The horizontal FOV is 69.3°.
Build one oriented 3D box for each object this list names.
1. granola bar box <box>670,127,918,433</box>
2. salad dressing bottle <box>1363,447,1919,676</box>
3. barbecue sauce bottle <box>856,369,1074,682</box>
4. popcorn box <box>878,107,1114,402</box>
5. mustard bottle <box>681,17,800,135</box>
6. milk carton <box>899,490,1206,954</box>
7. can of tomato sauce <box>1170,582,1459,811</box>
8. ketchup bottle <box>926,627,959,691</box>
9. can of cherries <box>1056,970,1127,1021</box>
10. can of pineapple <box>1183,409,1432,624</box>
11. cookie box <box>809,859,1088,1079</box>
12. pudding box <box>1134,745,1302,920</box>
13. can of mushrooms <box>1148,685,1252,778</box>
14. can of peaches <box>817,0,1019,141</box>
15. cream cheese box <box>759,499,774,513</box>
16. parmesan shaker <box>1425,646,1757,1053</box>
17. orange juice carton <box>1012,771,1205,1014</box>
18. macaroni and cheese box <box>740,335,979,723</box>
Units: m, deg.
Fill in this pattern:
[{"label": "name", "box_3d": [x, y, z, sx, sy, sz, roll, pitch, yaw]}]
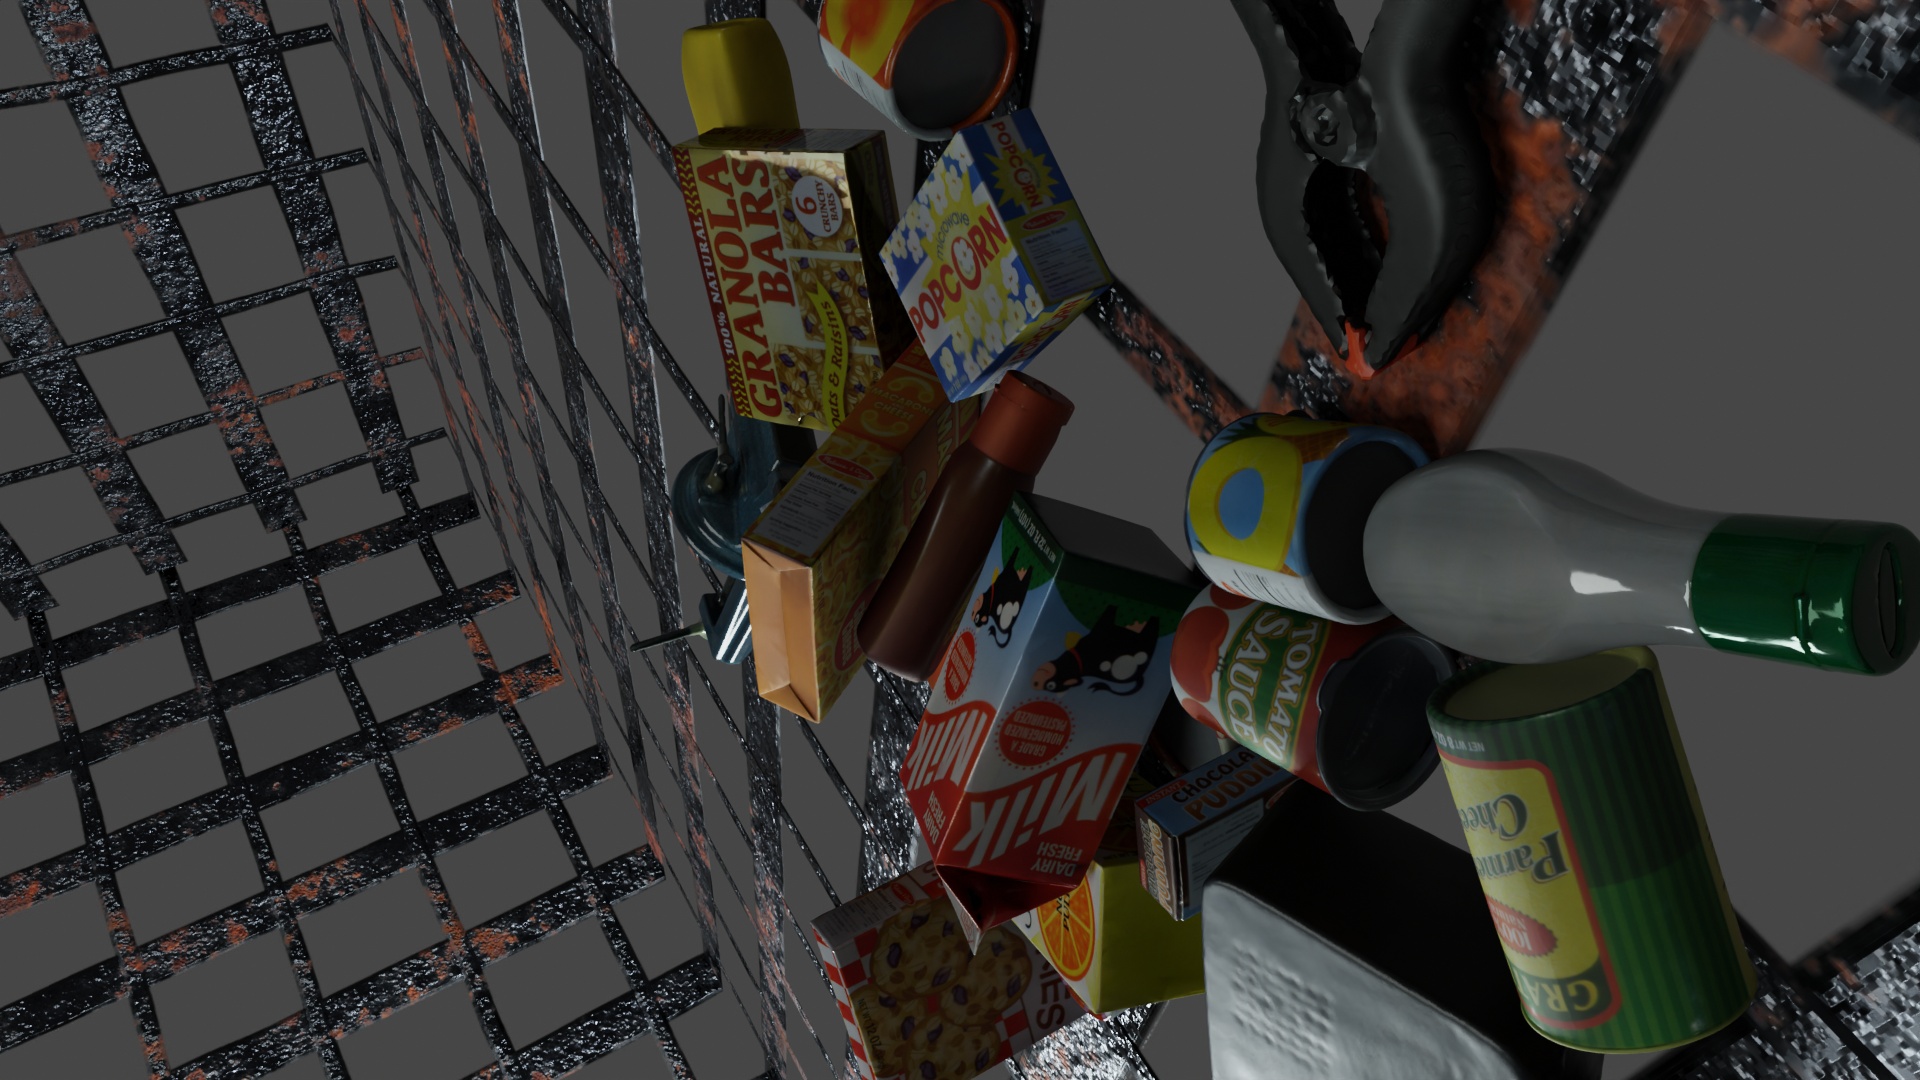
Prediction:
[{"label": "granola bar box", "box_3d": [-0.087, -0.141, 0.770, 0.124, 0.039, 0.164, 12, 126, 33]}, {"label": "salad dressing bottle", "box_3d": [0.179, 0.008, 0.383, 0.147, 0.044, 0.064, 11, 114, 61]}, {"label": "barbecue sauce bottle", "box_3d": [0.002, -0.008, 0.656, 0.148, 0.043, 0.065, -61, 6, 14]}, {"label": "popcorn box", "box_3d": [0.012, -0.124, 0.630, 0.085, 0.038, 0.126, 65, 157, 5]}, {"label": "mustard bottle", "box_3d": [-0.118, -0.220, 0.812, 0.065, 0.049, 0.159, 26, 135, 49]}, {"label": "milk carton", "box_3d": [0.030, 0.083, 0.611, 0.190, 0.073, 0.072, -68, 22, 17]}, {"label": "can of tomato sauce", "box_3d": [0.125, 0.051, 0.505, 0.083, 0.071, 0.071, 26, 134, 58]}, {"label": "ketchup bottle", "box_3d": [0.014, 0.047, 0.777, 0.065, 0.044, 0.148, 57, 155, 20]}, {"label": "can of cherries", "box_3d": [0.085, 0.219, 0.763, 0.072, 0.058, 0.071, 46, 149, 39]}, {"label": "can of pineapple", "box_3d": [0.119, -0.010, 0.469, 0.058, 0.071, 0.070, 16, 126, 60]}, {"label": "cookie box", "box_3d": [0.011, 0.241, 0.806, 0.040, 0.168, 0.122, 24, 132, 62]}, {"label": "pudding box", "box_3d": [0.114, 0.115, 0.572, 0.030, 0.084, 0.049, 39, 145, 52]}, {"label": "can of mushrooms", "box_3d": [0.108, 0.075, 0.613, 0.071, 0.033, 0.070, 48, 151, 38]}, {"label": "can of peaches", "box_3d": [-0.016, -0.211, 0.579, 0.058, 0.071, 0.070, 49, 151, 36]}, {"label": "cream cheese box", "box_3d": [-0.059, -0.016, 0.801, 0.024, 0.104, 0.053, -14, 100, 60]}, {"label": "parmesan shaker", "box_3d": [0.185, 0.088, 0.415, 0.071, 0.071, 0.103, -6, 105, 66]}, {"label": "orange juice carton", "box_3d": [0.060, 0.157, 0.707, 0.193, 0.072, 0.073, -153, 62, -67]}, {"label": "macaroni and cheese box", "box_3d": [-0.045, -0.008, 0.707, 0.040, 0.167, 0.123, 23, 141, 17]}]
